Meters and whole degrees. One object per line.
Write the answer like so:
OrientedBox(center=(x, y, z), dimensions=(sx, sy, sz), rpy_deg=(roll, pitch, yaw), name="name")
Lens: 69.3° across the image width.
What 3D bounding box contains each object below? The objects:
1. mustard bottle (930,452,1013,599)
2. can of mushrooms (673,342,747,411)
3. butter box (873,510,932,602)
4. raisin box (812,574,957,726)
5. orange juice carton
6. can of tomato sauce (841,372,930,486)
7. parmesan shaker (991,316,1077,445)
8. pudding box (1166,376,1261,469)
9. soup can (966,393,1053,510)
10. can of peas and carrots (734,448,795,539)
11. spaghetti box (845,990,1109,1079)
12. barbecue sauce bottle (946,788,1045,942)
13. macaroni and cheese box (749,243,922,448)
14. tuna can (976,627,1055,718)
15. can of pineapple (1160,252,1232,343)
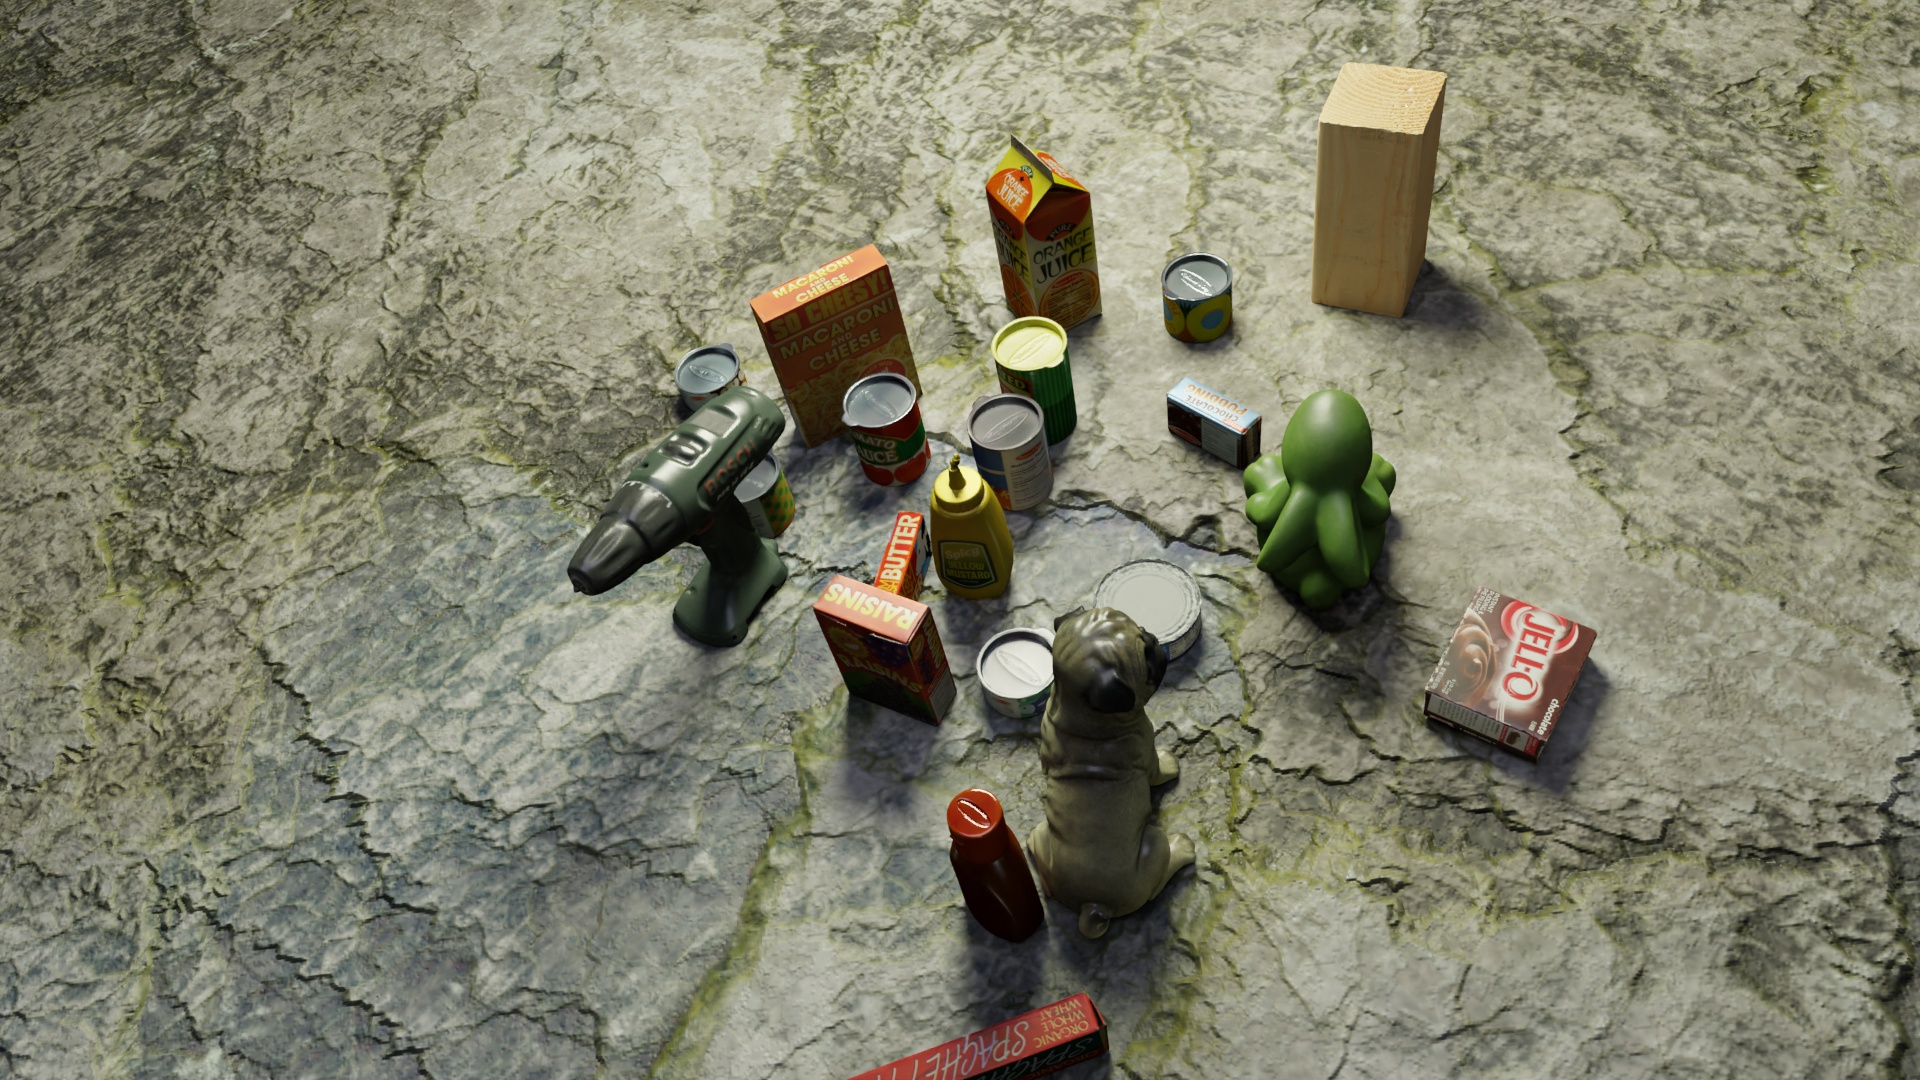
OrientedBox(center=(0.004, -0.014, 1.121), dimensions=(0.065, 0.159, 0.049), rpy_deg=(2, 53, 13), name="mustard bottle")
OrientedBox(center=(-0.244, -0.160, 1.368), dimensions=(0.071, 0.033, 0.071), rpy_deg=(-6, 51, 7), name="can of mushrooms")
OrientedBox(center=(-0.050, 0.031, 1.165), dimensions=(0.024, 0.053, 0.104), rpy_deg=(6, 54, 16), name="butter box")
OrientedBox(center=(-0.057, 0.086, 1.077), dimensions=(0.086, 0.122, 0.040), rpy_deg=(19, 58, 24), name="raisin box")
OrientedBox(center=(0.078, -0.286, 1.301), dimensions=(0.073, 0.191, 0.072), rpy_deg=(-28, 52, -11), name="orange juice carton")
OrientedBox(center=(-0.067, -0.098, 1.251), dimensions=(0.071, 0.082, 0.071), rpy_deg=(-6, 51, 7), name="can of tomato sauce")
OrientedBox(center=(0.069, -0.139, 1.243), dimensions=(0.071, 0.102, 0.072), rpy_deg=(-6, 51, 7), name="parmesan shaker")
OrientedBox(center=(0.222, -0.104, 1.219), dimensions=(0.084, 0.049, 0.030), rpy_deg=(33, 65, 31), name="pudding box")
OrientedBox(center=(0.043, -0.078, 1.213), dimensions=(0.071, 0.083, 0.072), rpy_deg=(-6, 51, 7), name="soup can")
OrientedBox(center=(-0.186, -0.043, 1.247), dimensions=(0.071, 0.058, 0.071), rpy_deg=(-6, 51, 7), name="can of peas and carrots")
OrientedBox(center=(-0.024, 0.356, 0.904), dimensions=(0.250, 0.050, 0.029), rpy_deg=(-19, 51, -4), name="spaghetti box")
OrientedBox(center=(0.020, 0.219, 0.941), dimensions=(0.065, 0.147, 0.044), rpy_deg=(34, 65, 31), name="barbecue sauce bottle")
OrientedBox(center=(-0.111, -0.175, 1.267), dimensions=(0.124, 0.165, 0.040), rpy_deg=(-28, 52, -10), name="macaroni and cheese box")
OrientedBox(center=(0.049, 0.103, 1.100), dimensions=(0.071, 0.032, 0.071), rpy_deg=(-6, 51, 7), name="tuna can")
OrientedBox(center=(0.222, -0.228, 1.312), dimensions=(0.071, 0.057, 0.071), rpy_deg=(-6, 51, 7), name="can of pineapple")
